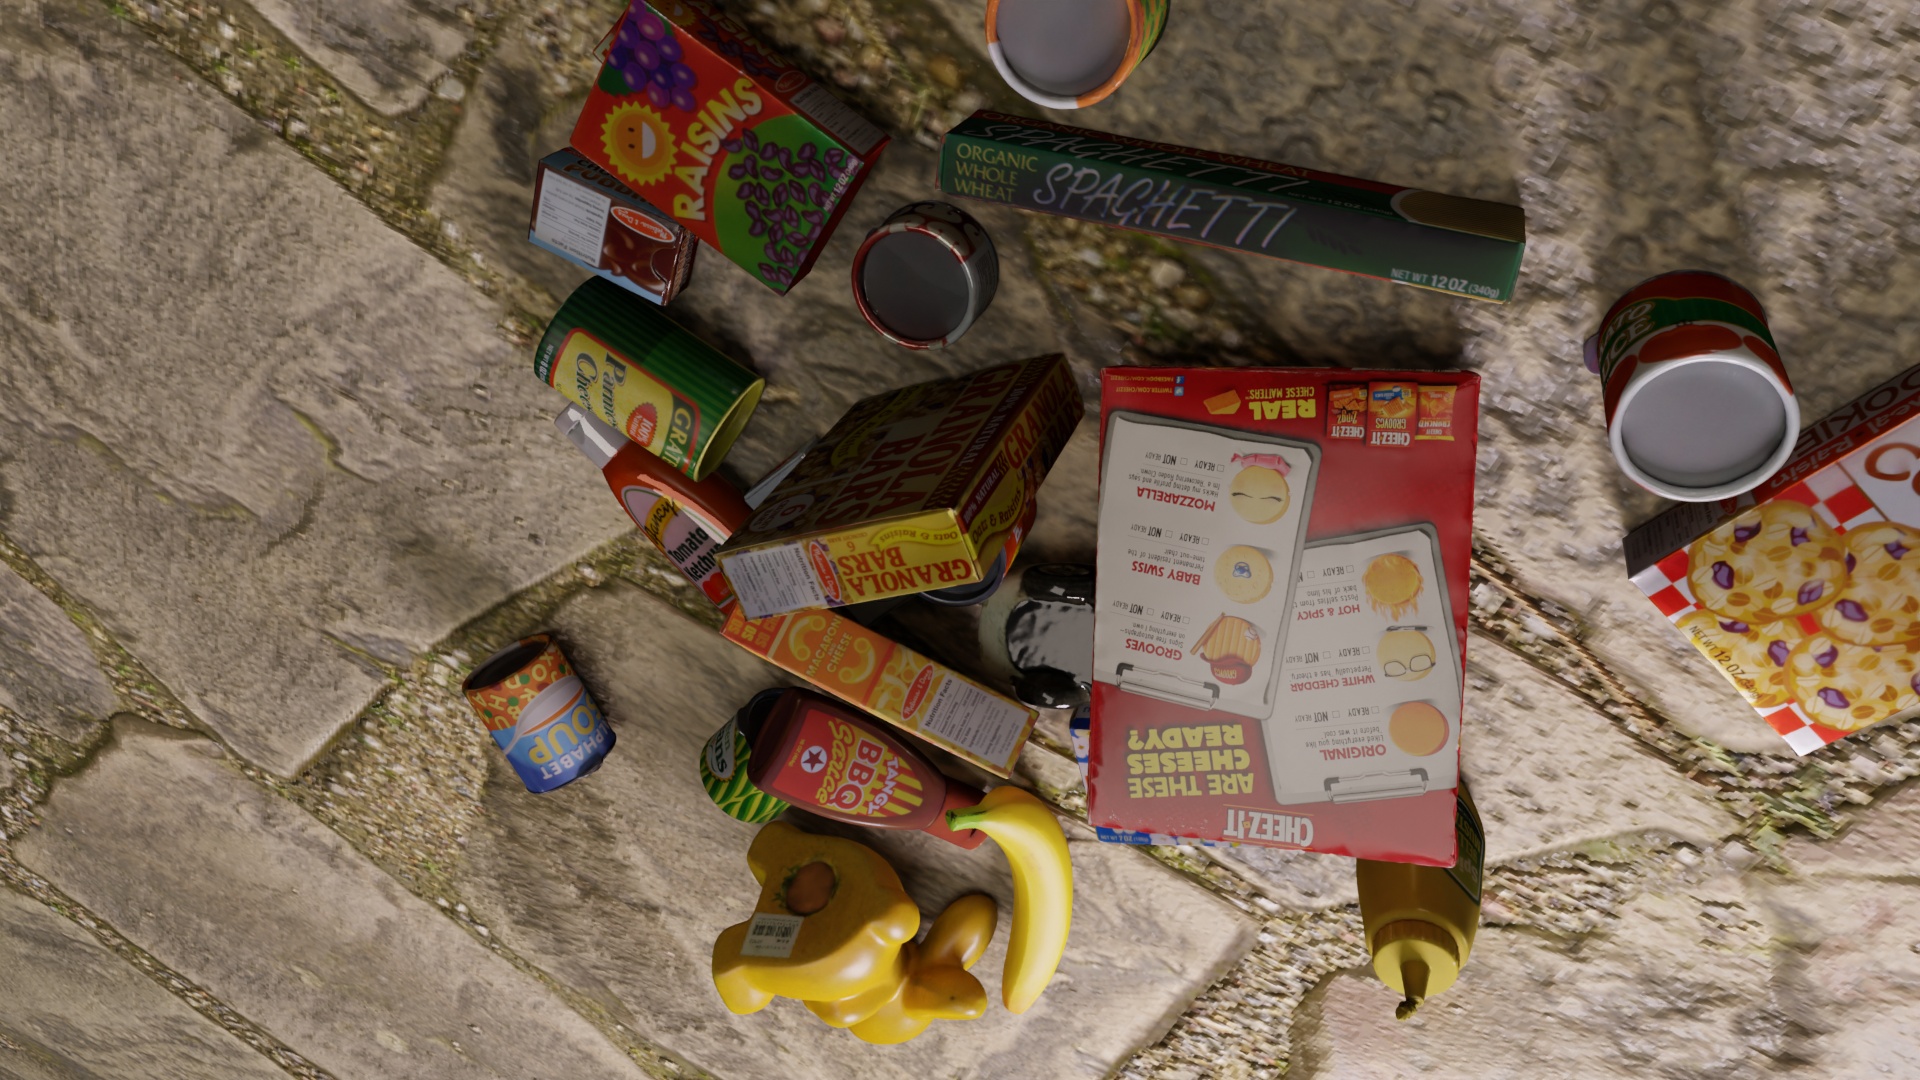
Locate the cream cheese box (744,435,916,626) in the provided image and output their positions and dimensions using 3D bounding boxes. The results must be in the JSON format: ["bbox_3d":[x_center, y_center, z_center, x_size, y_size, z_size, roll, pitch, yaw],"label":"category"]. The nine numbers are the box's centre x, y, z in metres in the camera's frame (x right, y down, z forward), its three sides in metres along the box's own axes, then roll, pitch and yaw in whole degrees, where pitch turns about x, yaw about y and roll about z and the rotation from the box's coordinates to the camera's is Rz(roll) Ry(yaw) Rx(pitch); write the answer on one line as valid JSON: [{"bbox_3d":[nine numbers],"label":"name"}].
[{"bbox_3d":[-0.067,-0.004,0.778,0.053,0.024,0.103,-34,104,35],"label":"cream cheese box"}]

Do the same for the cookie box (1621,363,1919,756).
[{"bbox_3d":[0.396,0.006,0.590,0.123,0.040,0.166,44,126,-8],"label":"cookie box"}]

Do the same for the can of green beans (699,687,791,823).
[{"bbox_3d":[-0.119,0.133,0.859,0.071,0.071,0.057,42,127,-7],"label":"can of green beans"}]

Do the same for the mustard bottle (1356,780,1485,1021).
[{"bbox_3d":[0.228,0.176,0.689,0.065,0.161,0.048,45,124,-11],"label":"mustard bottle"}]

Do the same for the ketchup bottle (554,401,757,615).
[{"bbox_3d":[-0.164,-0.026,0.790,0.148,0.044,0.064,46,132,-9],"label":"ketchup bottle"}]

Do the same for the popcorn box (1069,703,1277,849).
[{"bbox_3d":[0.131,0.127,0.772,0.126,0.038,0.085,-3,119,23],"label":"popcorn box"}]

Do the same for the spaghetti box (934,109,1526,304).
[{"bbox_3d":[0.113,-0.147,0.601,0.250,0.050,0.028,14,123,13],"label":"spaghetti box"}]

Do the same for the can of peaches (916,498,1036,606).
[{"bbox_3d":[0.003,-0.009,0.726,0.071,0.058,0.071,10,123,16],"label":"can of peaches"}]

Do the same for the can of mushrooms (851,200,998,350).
[{"bbox_3d":[-0.020,-0.128,0.675,0.071,0.034,0.070,10,124,15],"label":"can of mushrooms"}]

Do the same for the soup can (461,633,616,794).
[{"bbox_3d":[-0.273,0.112,0.905,0.071,0.072,0.083,-14,114,28],"label":"soup can"}]

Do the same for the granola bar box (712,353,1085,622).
[{"bbox_3d":[-0.023,-0.029,0.656,0.124,0.166,0.039,-10,115,27],"label":"granola bar box"}]

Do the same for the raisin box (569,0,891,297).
[{"bbox_3d":[-0.107,-0.185,0.639,0.123,0.040,0.085,35,127,-5],"label":"raisin box"}]

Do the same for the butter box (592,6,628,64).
[{"bbox_3d":[-0.123,-0.214,0.668,0.053,0.024,0.103,-33,104,34],"label":"butter box"}]

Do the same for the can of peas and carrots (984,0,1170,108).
[{"bbox_3d":[0.050,-0.220,0.574,0.071,0.059,0.070,10,124,15],"label":"can of peas and carrots"}]

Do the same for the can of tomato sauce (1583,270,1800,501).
[{"bbox_3d":[0.293,-0.063,0.561,0.071,0.083,0.070,10,123,15],"label":"can of tomato sauce"}]

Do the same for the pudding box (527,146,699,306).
[{"bbox_3d":[-0.179,-0.162,0.719,0.084,0.030,0.049,26,125,5],"label":"pudding box"}]

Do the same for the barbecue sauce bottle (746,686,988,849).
[{"bbox_3d":[-0.048,0.142,0.823,0.148,0.044,0.065,28,87,-24],"label":"barbecue sauce bottle"}]

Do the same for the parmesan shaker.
[{"bbox_3d":[-0.166,-0.085,0.741,0.103,0.072,0.071,33,127,0],"label":"parmesan shaker"}]

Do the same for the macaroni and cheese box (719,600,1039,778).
[{"bbox_3d":[-0.041,0.077,0.766,0.166,0.123,0.040,26,81,5],"label":"macaroni and cheese box"}]
